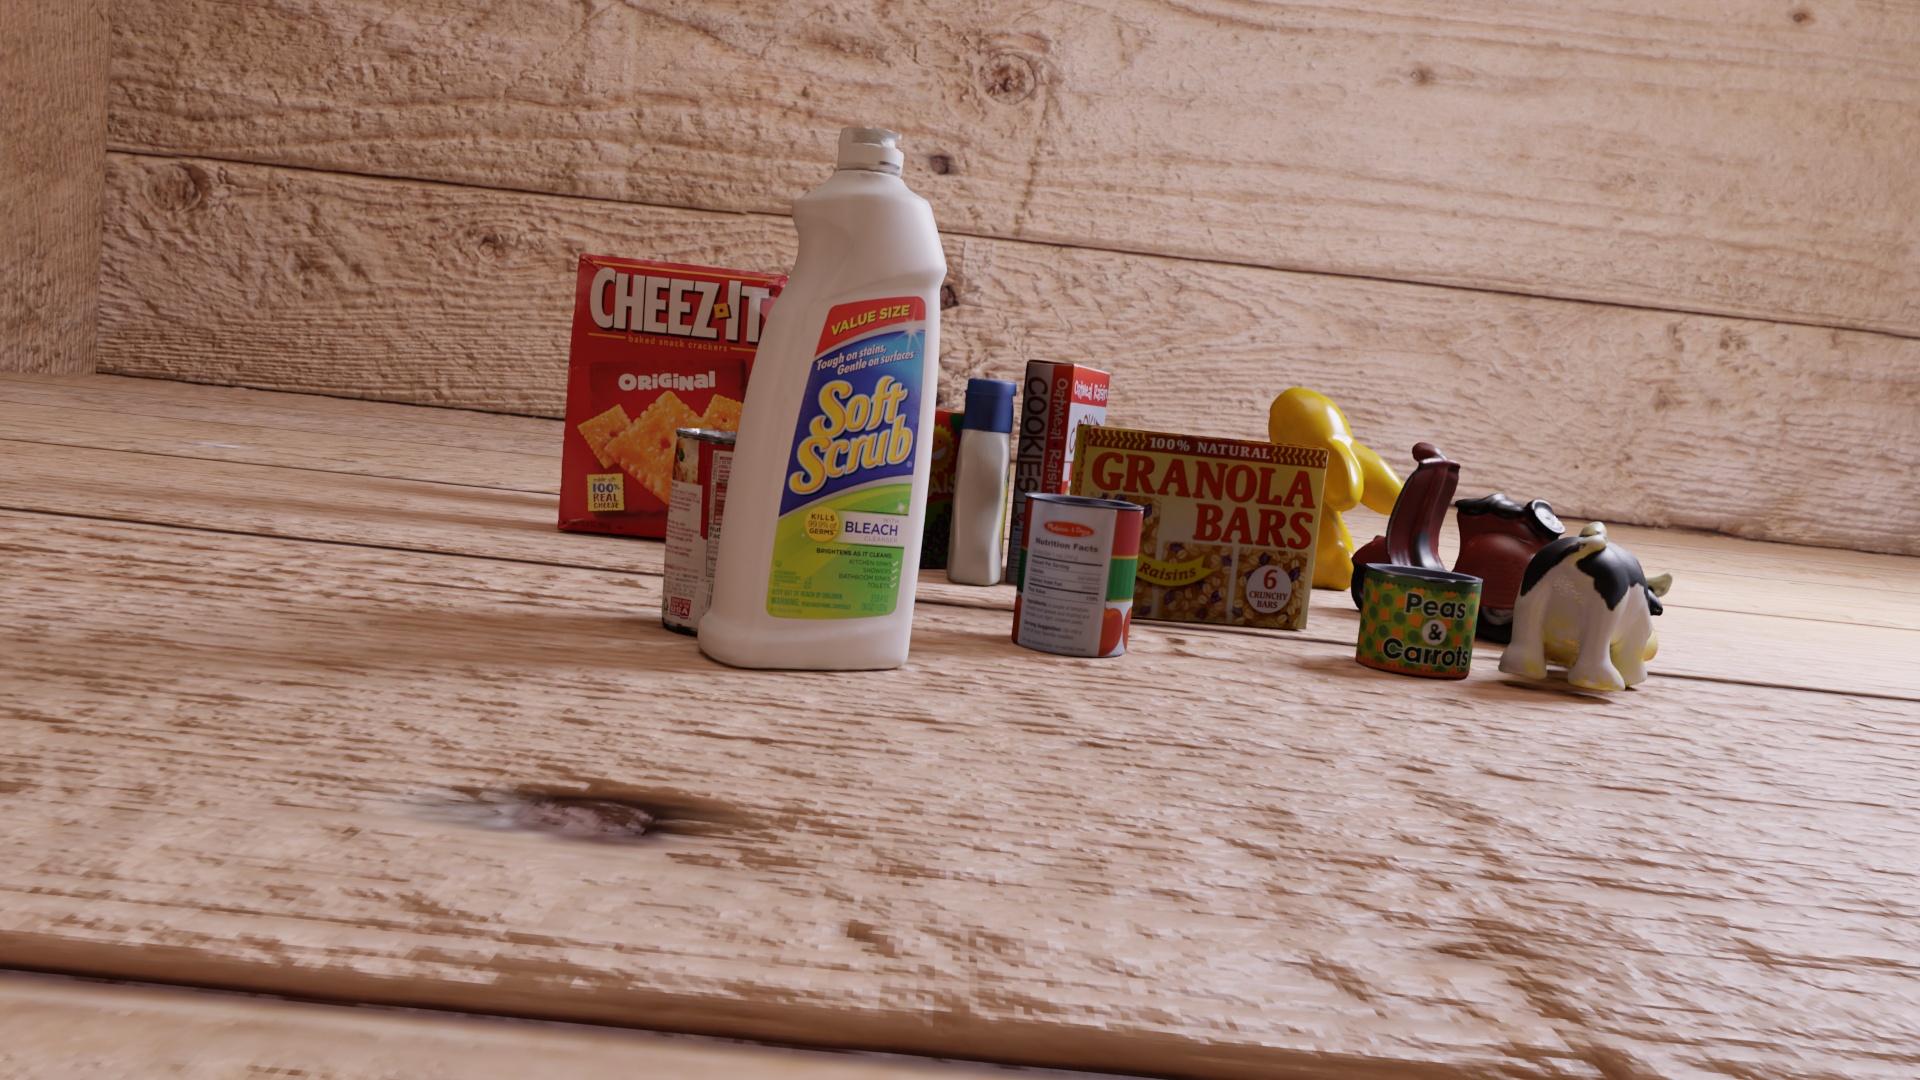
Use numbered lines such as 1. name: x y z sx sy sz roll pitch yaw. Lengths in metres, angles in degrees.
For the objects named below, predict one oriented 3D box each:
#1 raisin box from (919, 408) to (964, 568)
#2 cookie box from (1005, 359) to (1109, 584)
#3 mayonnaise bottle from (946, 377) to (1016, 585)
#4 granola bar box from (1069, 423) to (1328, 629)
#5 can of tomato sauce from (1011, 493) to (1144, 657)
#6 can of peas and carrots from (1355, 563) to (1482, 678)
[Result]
1. raisin box: -0.019 -0.041 1.082 0.086 0.123 0.040 2 6 -38
2. cookie box: 0.075 -0.053 1.072 0.040 0.167 0.123 7 5 17
3. mayonnaise bottle: 0.016 -0.043 1.015 0.041 0.148 0.065 6 5 2
4. granola bar box: 0.154 -0.009 0.929 0.166 0.124 0.039 5 5 -11
5. can of tomato sauce: 0.065 0.018 0.775 0.071 0.083 0.071 6 5 0
6. can of peas and carrots: 0.270 0.047 0.817 0.071 0.058 0.071 6 5 0
